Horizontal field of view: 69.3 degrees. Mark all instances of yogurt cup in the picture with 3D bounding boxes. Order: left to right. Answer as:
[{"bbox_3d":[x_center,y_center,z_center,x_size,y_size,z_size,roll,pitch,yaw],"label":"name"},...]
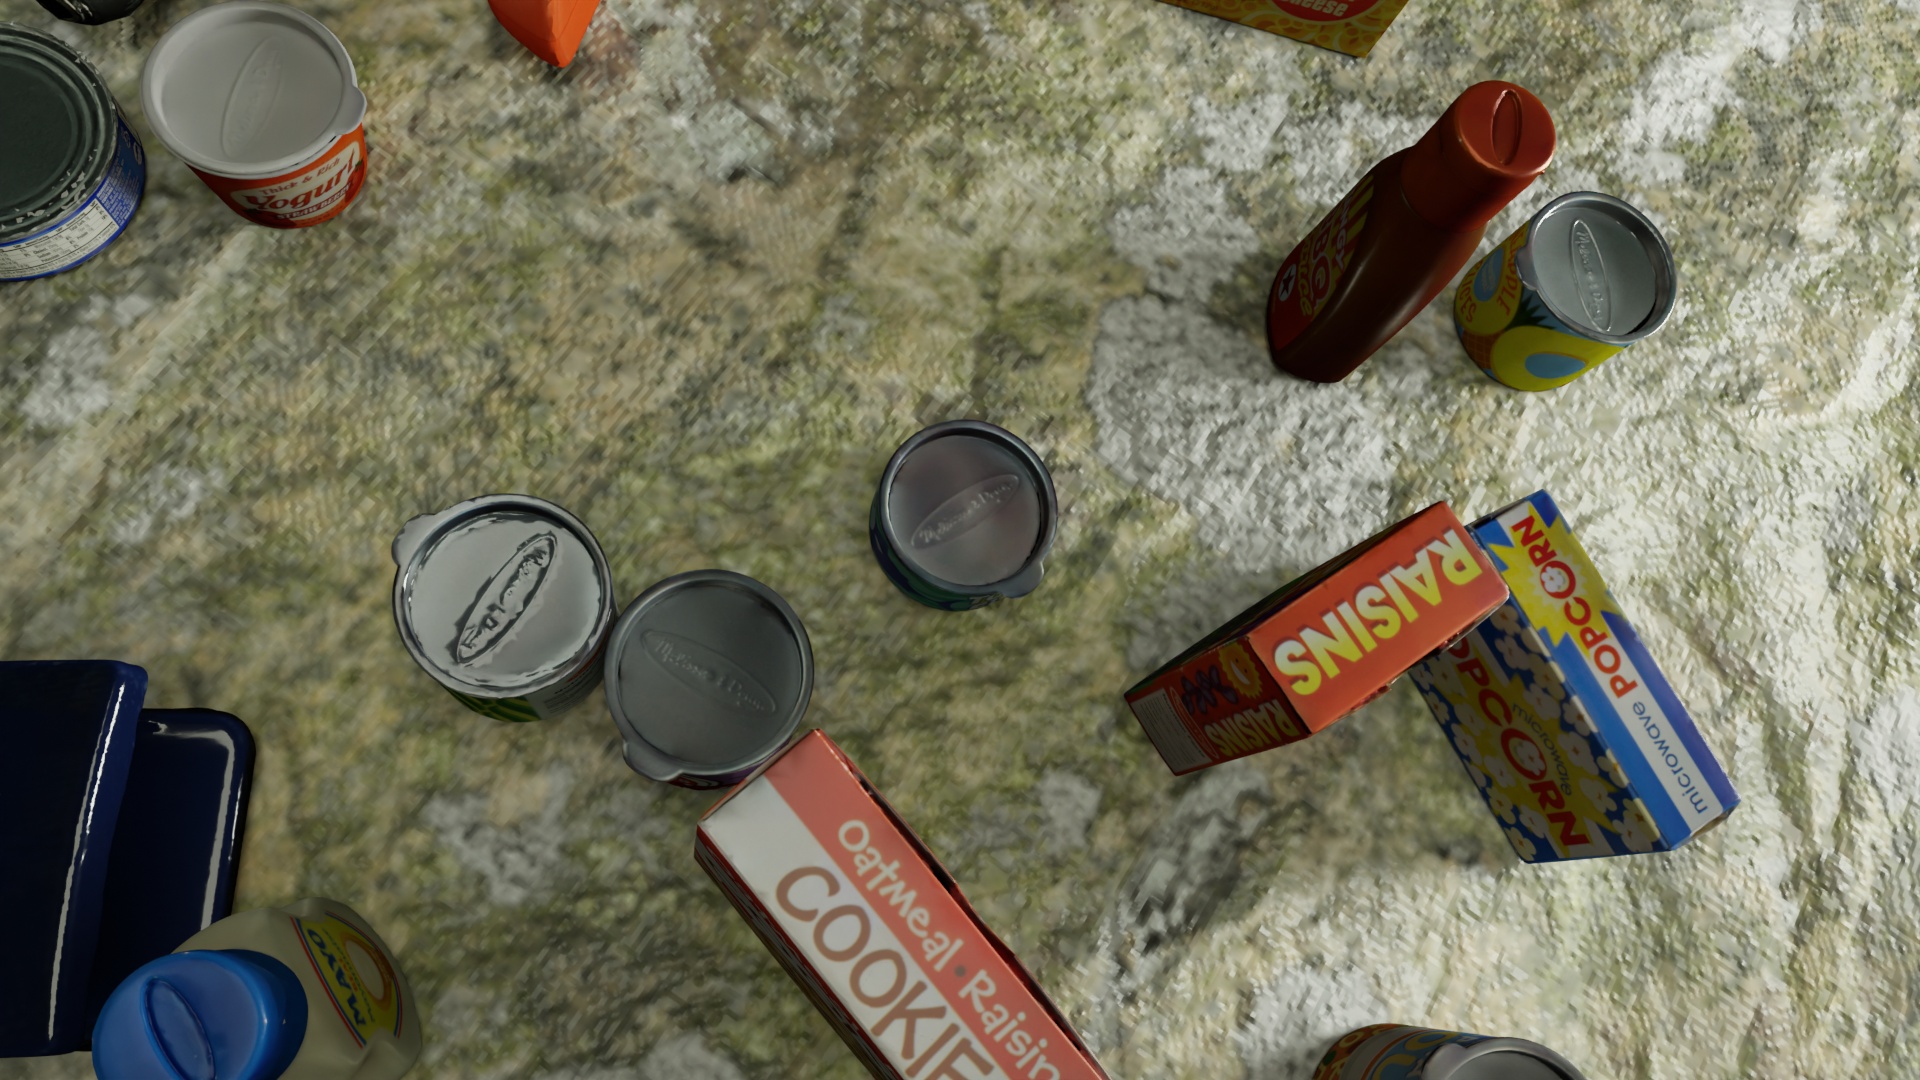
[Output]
[{"bbox_3d":[-0.245,-0.147,0.493,0.072,0.053,0.072,3,74,-10],"label":"yogurt cup"}]

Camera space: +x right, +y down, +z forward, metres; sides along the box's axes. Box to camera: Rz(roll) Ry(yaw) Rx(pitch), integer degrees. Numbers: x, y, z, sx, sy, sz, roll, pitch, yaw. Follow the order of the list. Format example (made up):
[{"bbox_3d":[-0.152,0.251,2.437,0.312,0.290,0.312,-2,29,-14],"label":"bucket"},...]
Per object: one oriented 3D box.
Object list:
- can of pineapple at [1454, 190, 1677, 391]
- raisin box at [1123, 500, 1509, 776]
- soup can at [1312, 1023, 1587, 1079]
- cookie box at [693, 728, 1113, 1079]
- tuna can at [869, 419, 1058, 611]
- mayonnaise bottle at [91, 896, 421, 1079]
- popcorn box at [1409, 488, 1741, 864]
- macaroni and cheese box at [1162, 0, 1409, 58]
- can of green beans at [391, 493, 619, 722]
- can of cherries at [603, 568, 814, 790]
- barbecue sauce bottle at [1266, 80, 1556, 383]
[{"bbox_3d":[0.246,-0.102,0.574,0.071,0.057,0.071,3,74,-10],"label":"can of pineapple"},{"bbox_3d":[0.115,0.038,0.474,0.086,0.123,0.040,-30,82,-17],"label":"raisin box"},{"bbox_3d":[0.160,0.194,0.458,0.071,0.083,0.071,3,74,-10],"label":"soup can"},{"bbox_3d":[-0.023,0.121,0.399,0.040,0.167,0.123,-39,85,-18],"label":"cookie box"},{"bbox_3d":[0.002,-0.006,0.512,0.071,0.032,0.071,3,74,-10],"label":"tuna can"},{"bbox_3d":[-0.185,0.128,0.376,0.041,0.147,0.065,-30,82,-17],"label":"mayonnaise bottle"},{"bbox_3d":[0.210,0.053,0.508,0.038,0.085,0.127,-26,81,-17],"label":"popcorn box"},{"bbox_3d":[0.142,-0.267,0.544,0.124,0.166,0.040,13,73,-7],"label":"macaroni and cheese box"},{"bbox_3d":[-0.148,0.024,0.461,0.071,0.057,0.071,3,74,-10],"label":"can of green beans"},{"bbox_3d":[-0.086,0.050,0.465,0.071,0.058,0.071,3,74,-10],"label":"can of cherries"},{"bbox_3d":[0.161,-0.112,0.512,0.044,0.148,0.065,15,72,-7],"label":"barbecue sauce bottle"}]
